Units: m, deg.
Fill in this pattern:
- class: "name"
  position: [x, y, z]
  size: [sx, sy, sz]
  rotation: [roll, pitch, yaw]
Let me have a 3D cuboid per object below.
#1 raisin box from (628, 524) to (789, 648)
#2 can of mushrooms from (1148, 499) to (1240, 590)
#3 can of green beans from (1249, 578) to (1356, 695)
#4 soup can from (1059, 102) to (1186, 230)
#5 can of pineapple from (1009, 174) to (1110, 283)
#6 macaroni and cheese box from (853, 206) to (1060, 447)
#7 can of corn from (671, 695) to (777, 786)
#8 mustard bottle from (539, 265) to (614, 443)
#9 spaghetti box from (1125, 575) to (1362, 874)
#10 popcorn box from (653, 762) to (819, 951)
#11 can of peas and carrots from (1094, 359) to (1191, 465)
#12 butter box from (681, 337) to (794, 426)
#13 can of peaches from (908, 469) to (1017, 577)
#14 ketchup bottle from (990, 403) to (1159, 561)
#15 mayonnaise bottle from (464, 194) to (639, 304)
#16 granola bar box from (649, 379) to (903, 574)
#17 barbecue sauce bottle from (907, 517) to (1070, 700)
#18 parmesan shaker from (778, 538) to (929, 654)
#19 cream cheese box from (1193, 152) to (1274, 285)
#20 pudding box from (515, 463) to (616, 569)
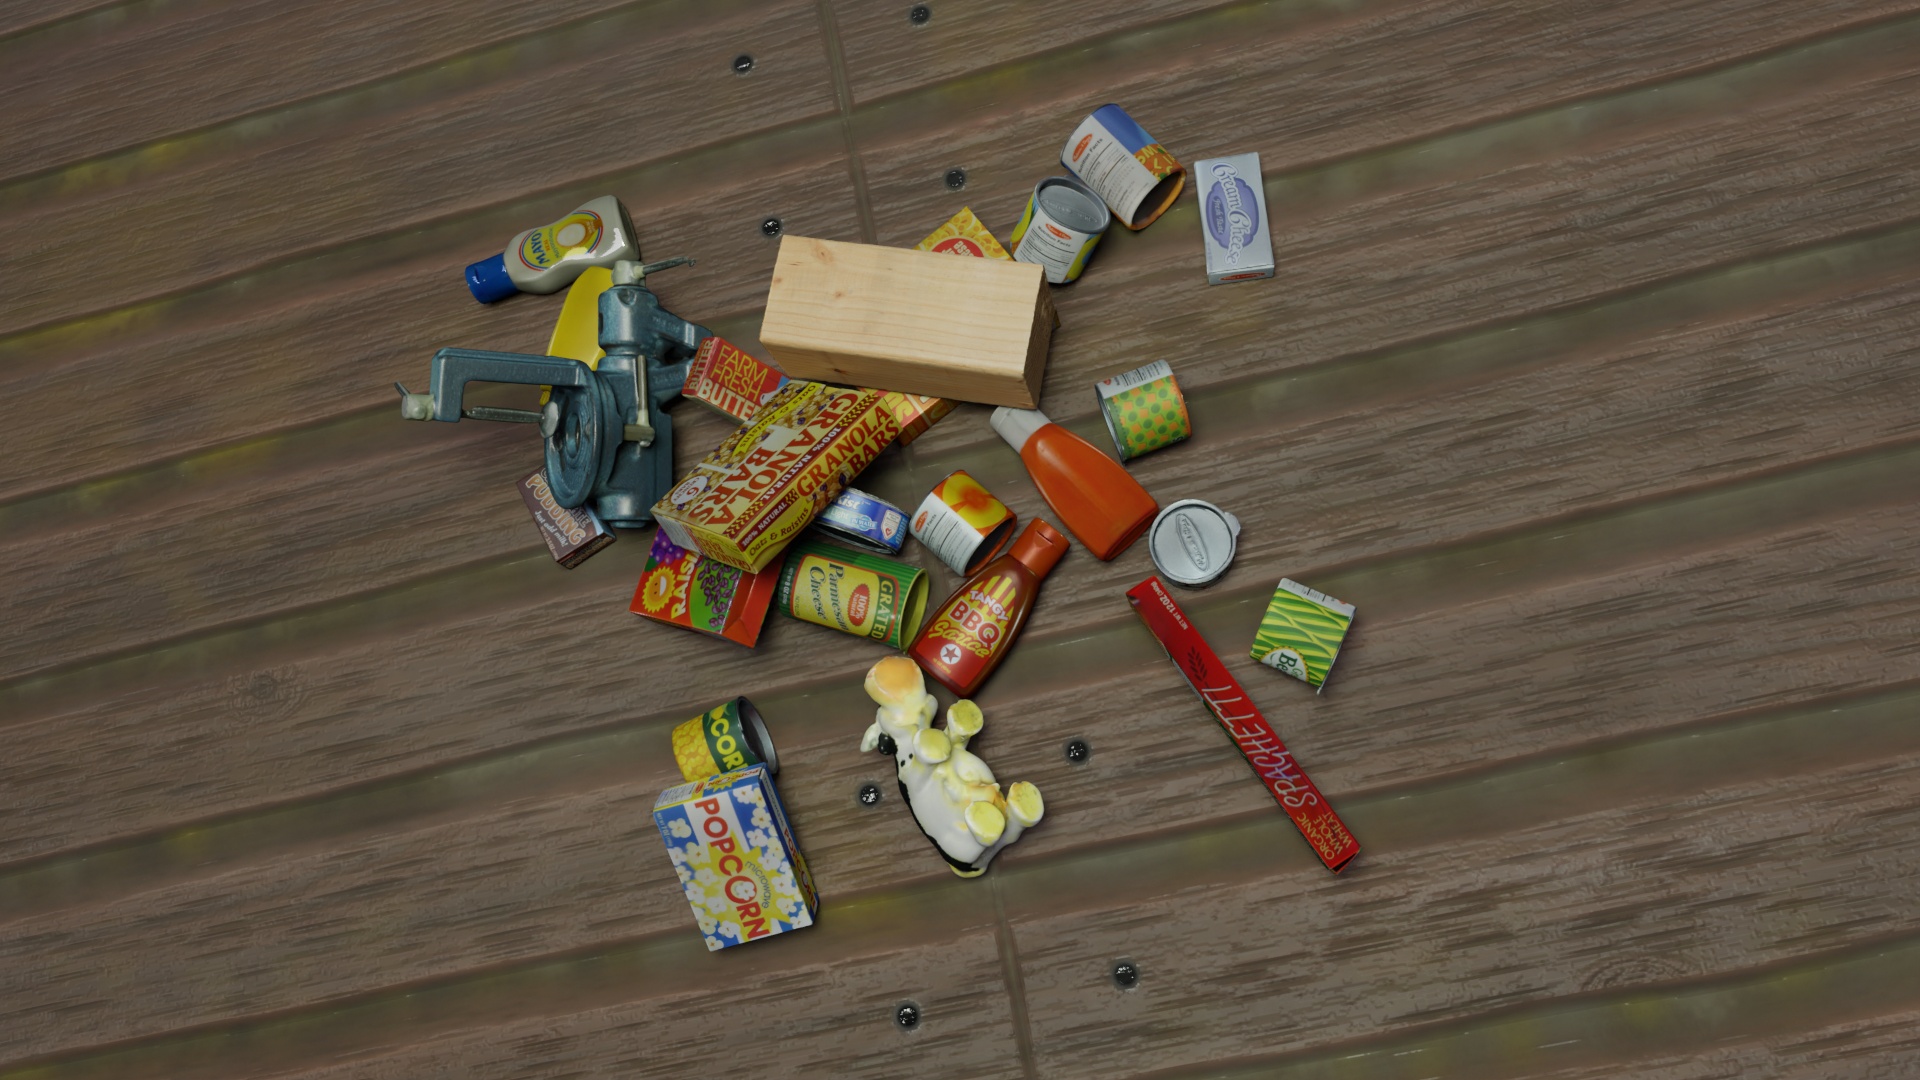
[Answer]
- class: "raisin box"
  position: [-0.201, 0.031, 1.102]
  size: [0.123, 0.040, 0.086]
  rotation: [8, 77, 42]
- class: "can of mushrooms"
  position: [0.182, 0.003, 1.073]
  size: [0.071, 0.033, 0.071]
  rotation: [-2, 76, 10]
- class: "can of green beans"
  position: [0.253, 0.068, 1.028]
  size: [0.058, 0.071, 0.071]
  rotation: [23, 82, 15]
- class: "soup can"
  position: [0.135, -0.306, 1.140]
  size: [0.071, 0.071, 0.084]
  rotation: [-42, 75, -1]
- class: "can of pineapple"
  position: [0.081, -0.252, 1.126]
  size: [0.071, 0.057, 0.071]
  rotation: [13, 50, -16]
- class: "macaroni and cheese box"
  position: [-0.021, -0.177, 1.147]
  size: [0.166, 0.040, 0.124]
  rotation: [-38, 73, -1]
- class: "can of corn"
  position: [-0.184, 0.163, 1.079]
  size: [0.058, 0.071, 0.071]
  rotation: [-26, 74, 4]
- class: "mustard bottle"
  position: [-0.323, -0.154, 1.190]
  size: [0.065, 0.048, 0.160]
  rotation: [20, 82, 15]
- class: "spaghetti box"
  position: [0.207, 0.134, 1.028]
  size: [0.028, 0.050, 0.250]
  rotation: [-36, 74, 2]
- class: "popcorn box"
  position: [-0.168, 0.238, 1.045]
  size: [0.085, 0.038, 0.126]
  rotation: [-16, 106, 5]
- class: "can of peas and carrots"
  position: [0.144, -0.100, 1.088]
  size: [0.059, 0.071, 0.071]
  rotation: [-20, 74, 4]
- class: "butter box"
  position: [-0.173, -0.120, 1.131]
  size: [0.024, 0.103, 0.053]
  rotation: [9, 75, 48]
- class: "can of peaches"
  position: [0.004, -0.014, 1.092]
  size: [0.058, 0.071, 0.071]
  rotation: [41, 87, 16]
- class: "ketchup bottle"
  position: [0.085, -0.055, 1.098]
  size: [0.065, 0.043, 0.149]
  rotation: [-43, 74, -2]
- class: "mayonnaise bottle"
  position: [-0.360, -0.250, 1.223]
  size: [0.148, 0.041, 0.065]
  rotation: [-20, 74, 4]
- class: "granola bar box"
  position: [-0.143, -0.054, 1.069]
  size: [0.124, 0.039, 0.166]
  rotation: [16, 54, 47]
- class: "barbecue sauce bottle"
  position: [0.027, 0.050, 1.083]
  size: [0.065, 0.043, 0.148]
  rotation: [38, 85, 11]
- class: "parmesan shaker"
  position: [-0.084, 0.044, 1.093]
  size: [0.103, 0.071, 0.071]
  rotation: [14, 80, 13]
- class: "cream cheese box"
  position: [0.222, -0.263, 1.134]
  size: [0.053, 0.024, 0.104]
  rotation: [-6, 76, 8]
- class: "pudding box"
  position: [-0.332, -0.025, 1.171]
  size: [0.049, 0.030, 0.084]
  rotation: [-31, 74, 1]
